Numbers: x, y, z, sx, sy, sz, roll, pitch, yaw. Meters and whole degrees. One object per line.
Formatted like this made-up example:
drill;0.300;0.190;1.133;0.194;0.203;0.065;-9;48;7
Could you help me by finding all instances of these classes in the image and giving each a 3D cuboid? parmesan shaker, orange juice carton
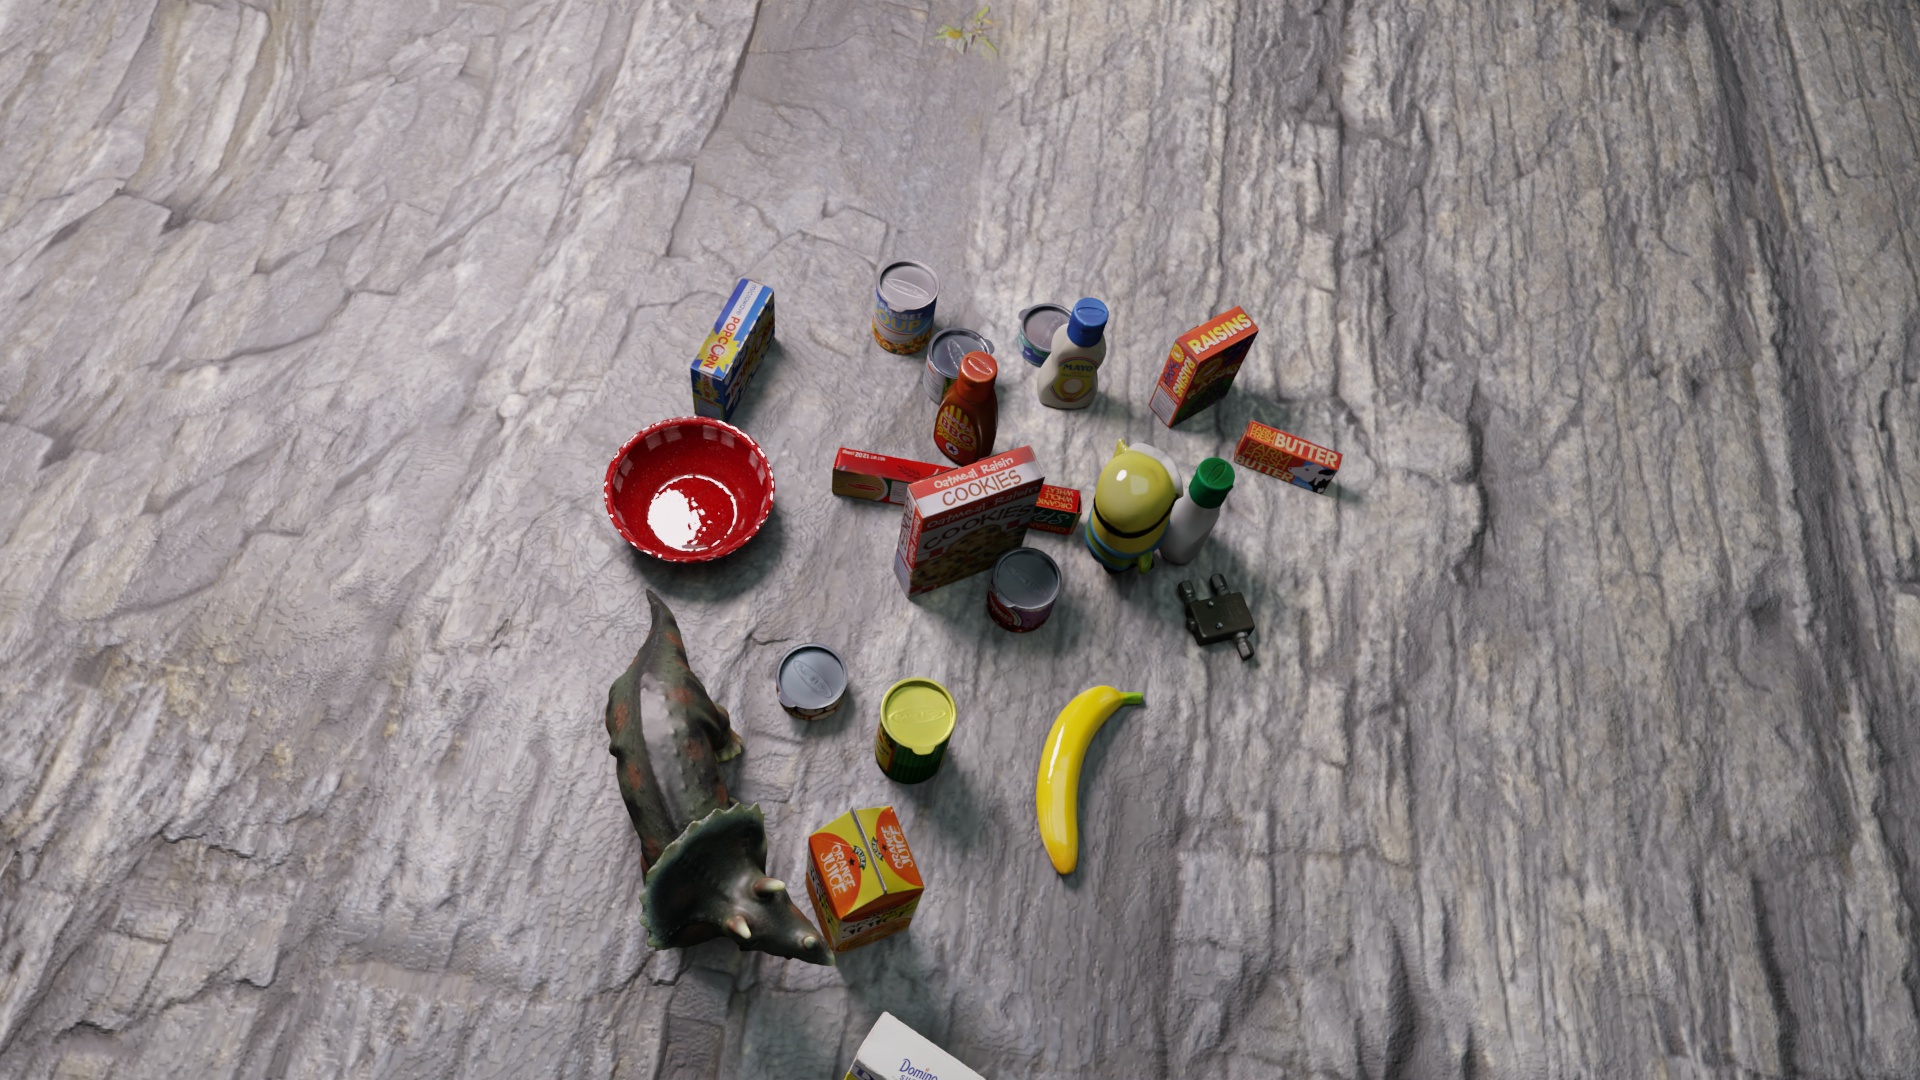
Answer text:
parmesan shaker;-0.042;0.174;1.237;0.071;0.102;0.071;3;62;-6
orange juice carton;-0.079;0.275;1.126;0.073;0.191;0.072;-17;66;-16

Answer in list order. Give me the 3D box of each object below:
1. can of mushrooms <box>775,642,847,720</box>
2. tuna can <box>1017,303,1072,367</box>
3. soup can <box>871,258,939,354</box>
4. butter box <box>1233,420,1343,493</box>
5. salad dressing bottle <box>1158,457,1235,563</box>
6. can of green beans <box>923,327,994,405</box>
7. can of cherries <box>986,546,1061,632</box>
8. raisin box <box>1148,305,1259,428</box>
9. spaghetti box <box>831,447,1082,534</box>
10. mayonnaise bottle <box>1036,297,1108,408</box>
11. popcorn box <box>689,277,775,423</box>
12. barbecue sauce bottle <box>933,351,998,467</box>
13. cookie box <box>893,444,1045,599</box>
can of mushrooms;-0.140;0.132;1.286;0.071;0.033;0.071;3;61;-6
tuna can;0.093;-0.223;1.511;0.071;0.032;0.071;3;61;-6
soup can;-0.060;-0.245;1.472;0.071;0.083;0.071;3;62;-6
butter box;0.343;-0.087;1.460;0.103;0.053;0.024;21;61;4
salad dressing bottle;0.231;-0.029;1.359;0.044;0.147;0.064;38;64;13
can of green beans;-0.004;-0.180;1.460;0.071;0.057;0.071;3;62;-6
can of cherries;0.058;0.050;1.343;0.071;0.058;0.072;3;62;-6
raisin box;0.254;-0.182;1.459;0.086;0.122;0.040;-29;69;-21
spaghetti box;-0.004;-0.048;1.393;0.250;0.050;0.029;10;61;-2
mayonnaise bottle;0.120;-0.191;1.431;0.065;0.147;0.041;3;62;-6
popcorn box;-0.231;-0.194;1.420;0.038;0.084;0.127;21;61;4
barbecue sauce bottle;0.010;-0.132;1.384;0.065;0.147;0.044;37;64;12
cookie box;0.005;-0.016;1.310;0.123;0.166;0.040;-20;66;-17
